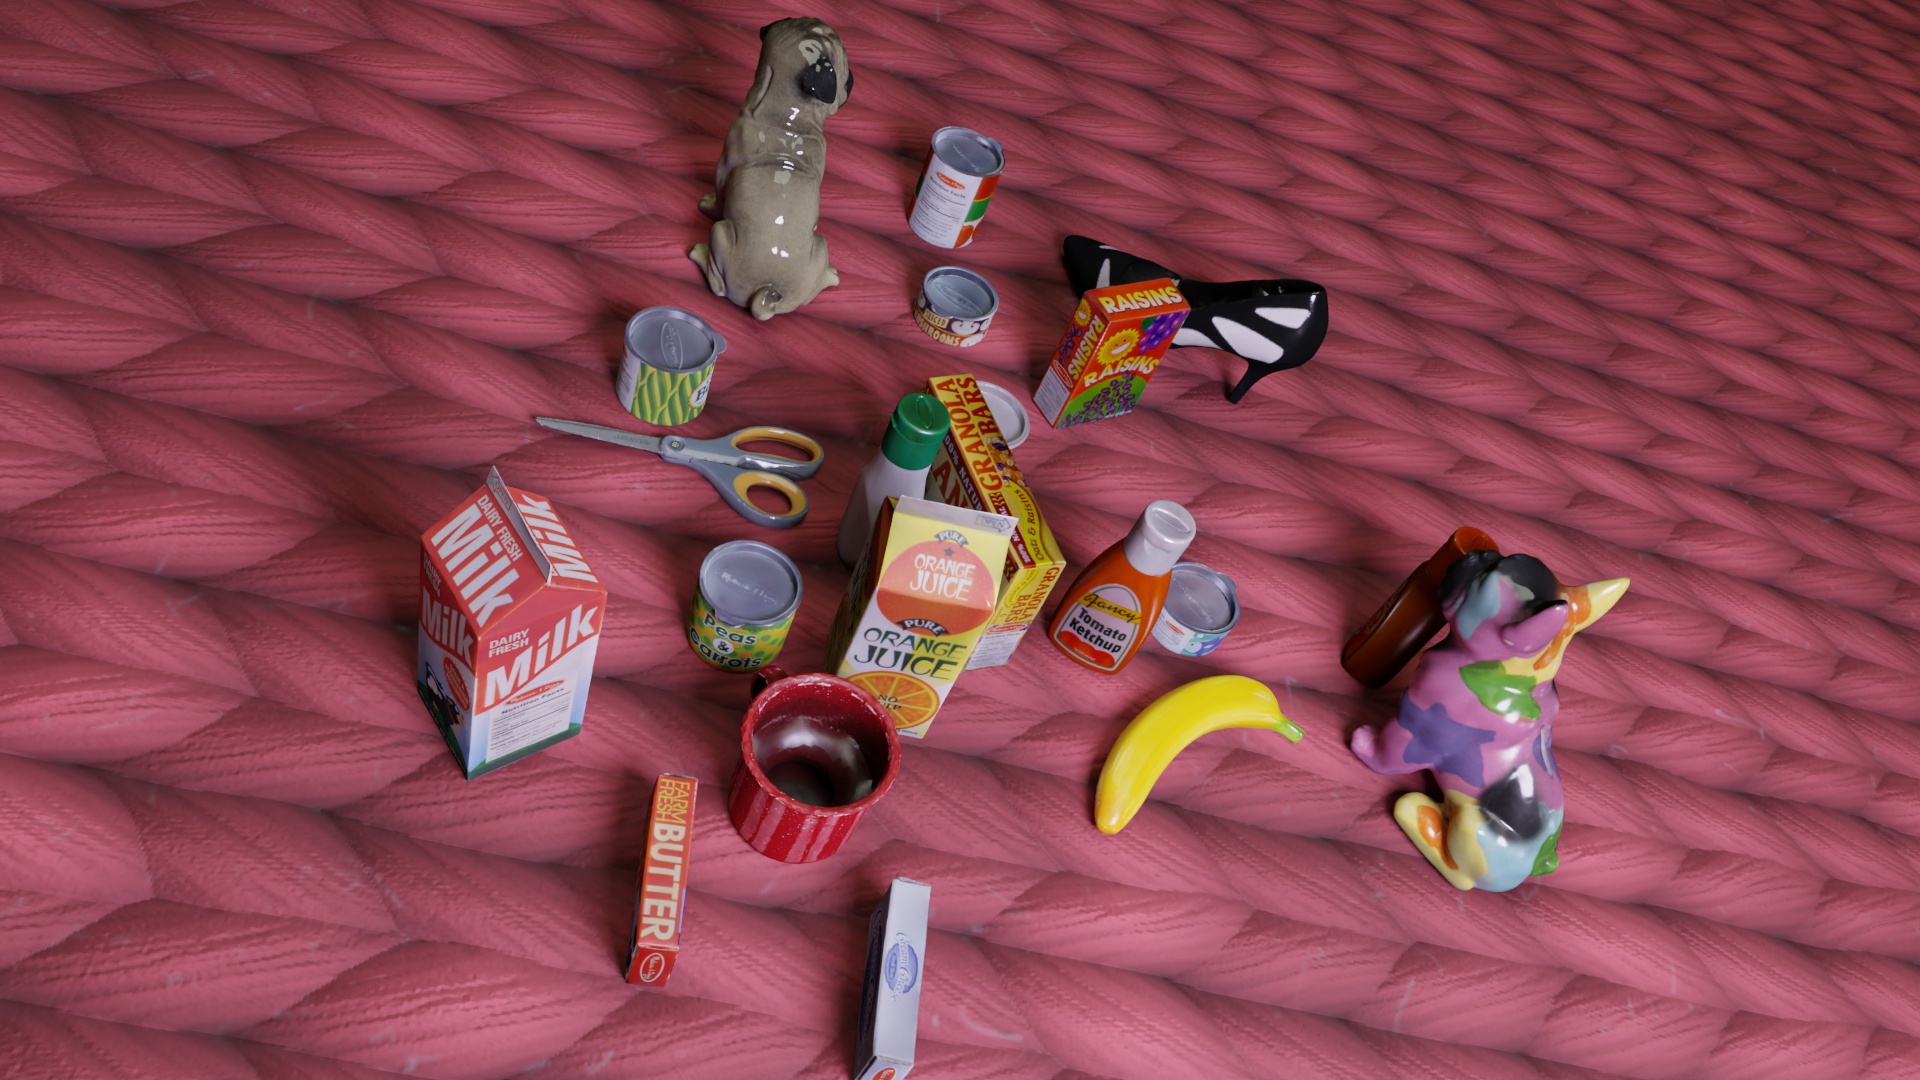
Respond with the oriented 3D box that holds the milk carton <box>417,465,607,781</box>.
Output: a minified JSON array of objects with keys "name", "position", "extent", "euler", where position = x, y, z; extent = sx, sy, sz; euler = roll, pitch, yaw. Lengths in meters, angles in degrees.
[{"name":"milk carton","position":[-0.246,0.045,0.758],"extent":[0.074,0.189,0.072],"euler":[-22,63,-34]}]

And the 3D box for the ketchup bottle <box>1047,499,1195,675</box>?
[{"name":"ketchup bottle","position":[0.113,0.031,0.945],"extent":[0.065,0.148,0.044],"euler":[30,48,3]}]

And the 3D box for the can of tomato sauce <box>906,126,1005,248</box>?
[{"name":"can of tomato sauce","position":[-0.004,-0.310,1.222],"extent":[0.071,0.082,0.071],"euler":[11,49,-14]}]

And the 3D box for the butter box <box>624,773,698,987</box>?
[{"name":"butter box","position":[-0.165,0.186,0.767],"extent":[0.024,0.052,0.104],"euler":[10,49,-14]}]

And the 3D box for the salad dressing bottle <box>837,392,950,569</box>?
[{"name":"salad dressing bottle","position":[-0.045,-0.037,0.937],"extent":[0.044,0.146,0.064],"euler":[2,52,-21]}]

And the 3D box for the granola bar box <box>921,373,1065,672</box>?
[{"name":"granola bar box","position":[0.003,-0.012,0.952],"extent":[0.039,0.123,0.166],"euler":[-7,56,-27]}]

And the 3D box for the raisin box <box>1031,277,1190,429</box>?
[{"name":"raisin box","position":[0.120,-0.150,1.113],"extent":[0.086,0.122,0.040],"euler":[-14,59,-31]}]

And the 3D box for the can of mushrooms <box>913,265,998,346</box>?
[{"name":"can of mushrooms","position":[-0.006,-0.195,1.160],"extent":[0.071,0.033,0.071],"euler":[11,49,-13]}]

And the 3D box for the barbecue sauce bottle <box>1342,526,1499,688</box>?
[{"name":"barbecue sauce bottle","position":[0.340,0.048,1.024],"extent":[0.044,0.147,0.065],"euler":[40,49,11]}]

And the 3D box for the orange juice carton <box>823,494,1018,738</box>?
[{"name":"orange juice carton","position":[-0.029,0.039,0.851],"extent":[0.072,0.191,0.073],"euler":[13,49,-12]}]

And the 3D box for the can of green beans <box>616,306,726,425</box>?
[{"name":"can of green beans","position":[-0.212,-0.125,1.002],"extent":[0.071,0.057,0.071],"euler":[11,49,-13]}]

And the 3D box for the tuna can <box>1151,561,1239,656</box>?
[{"name":"tuna can","position":[0.172,0.050,1.032],"extent":[0.071,0.032,0.071],"euler":[11,49,-13]}]

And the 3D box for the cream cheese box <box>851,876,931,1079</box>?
[{"name":"cream cheese box","position":[-0.038,0.246,0.770],"extent":[0.024,0.053,0.104],"euler":[15,48,-11]}]

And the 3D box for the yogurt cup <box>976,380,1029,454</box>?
[{"name":"yogurt cup","position":[0.013,-0.080,1.059],"extent":[0.072,0.053,0.073],"euler":[11,49,-13]}]

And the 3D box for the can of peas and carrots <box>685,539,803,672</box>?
[{"name":"can of peas and carrots","position":[-0.140,0.045,0.891],"extent":[0.071,0.058,0.071],"euler":[11,49,-13]}]
